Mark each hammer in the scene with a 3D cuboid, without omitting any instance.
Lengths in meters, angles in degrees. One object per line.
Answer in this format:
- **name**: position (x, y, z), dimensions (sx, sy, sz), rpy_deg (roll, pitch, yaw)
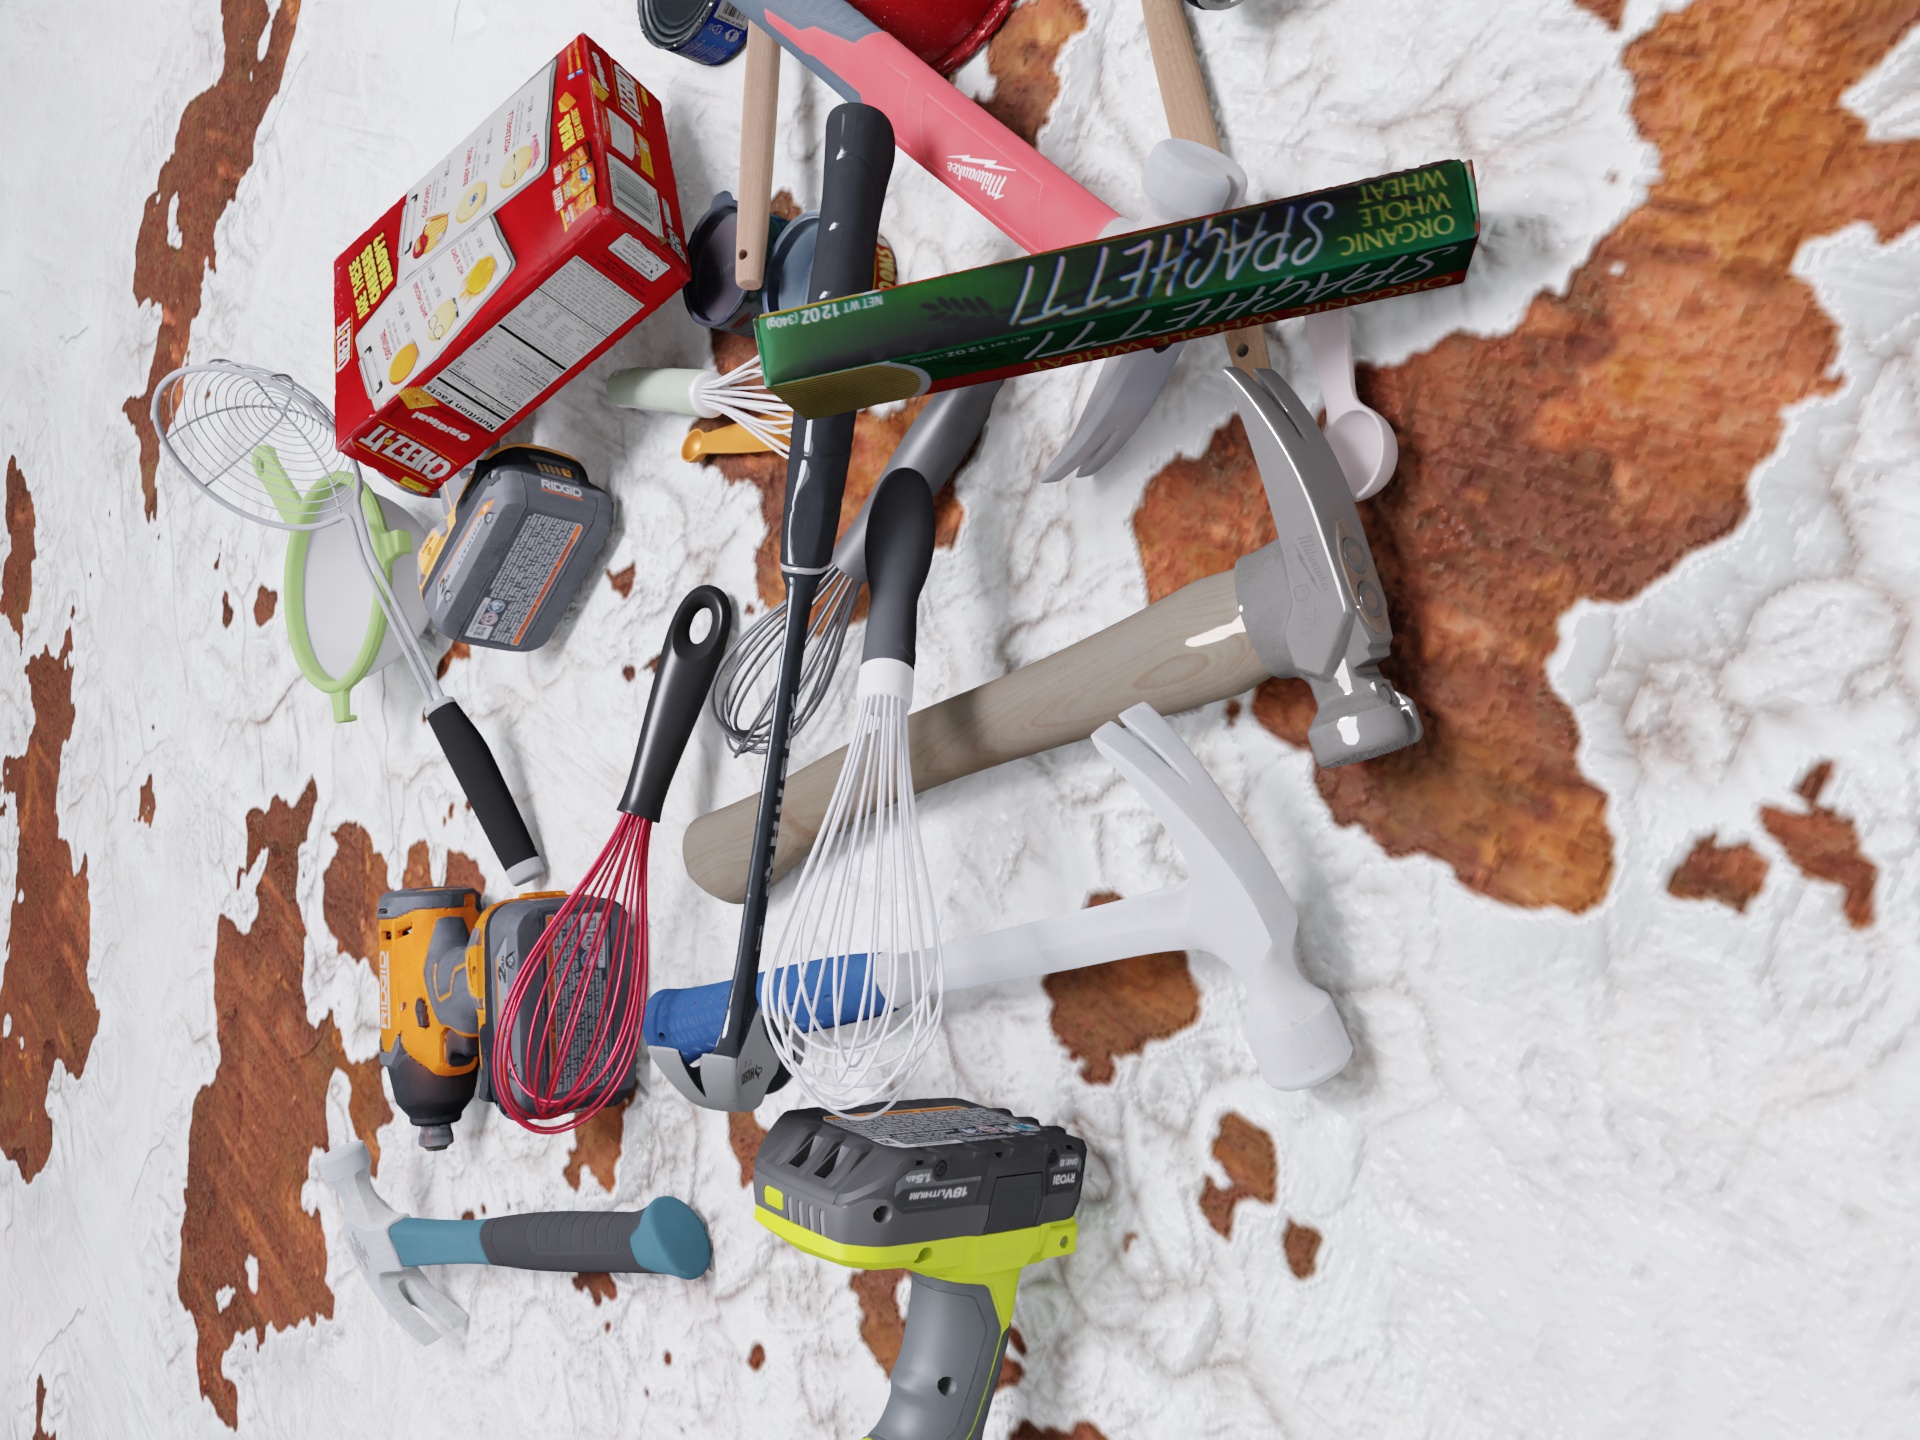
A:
- **hammer**: position (-0.001, -0.002, 0.688), dimensions (0.410, 0.038, 0.146), rpy_deg (-24, 79, 44)
- **hammer**: position (-0.067, -0.047, 0.639), dimensions (0.036, 0.149, 0.409), rpy_deg (7, 86, 5)
- **hammer**: position (-0.264, 0.302, 0.926), dimensions (0.331, 0.033, 0.128), rpy_deg (-16, 96, 39)
- **hammer**: position (-0.039, -0.268, 0.704), dimensions (0.387, 0.038, 0.143), rpy_deg (47, 133, 28)
- **hammer**: position (-0.025, 0.106, 0.695), dimensions (0.405, 0.035, 0.144), rpy_deg (-21, 95, 46)

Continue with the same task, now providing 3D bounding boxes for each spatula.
- **spatula**: position (0.084, -0.275, 0.647), dimensions (0.060, 0.018, 0.316), rpy_deg (-23, 70, 34)

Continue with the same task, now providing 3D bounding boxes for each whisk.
- **whisk**: position (-0.126, -0.169, 0.829), dimensions (0.246, 0.058, 0.059), rpy_deg (18, 120, 52)
- **whisk**: position (-0.032, 0.016, 0.627), dimensions (0.070, 0.070, 0.285), rpy_deg (-26, 49, 42)
- **whisk**: position (-0.050, -0.074, 0.752), dimensions (0.239, 0.055, 0.055), rpy_deg (-53, 53, 23)
- **whisk**: position (-0.173, 0.069, 0.828), dimensions (0.073, 0.073, 0.296), rpy_deg (8, 78, 46)

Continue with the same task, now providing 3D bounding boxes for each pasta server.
- **pasta server**: position (-0.104, -0.371, 0.812), dimensions (0.060, 0.040, 0.316), rpy_deg (-5, 76, 30)

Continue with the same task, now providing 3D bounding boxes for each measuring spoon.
- **measuring spoon**: position (0.142, -0.137, 0.583), dimensions (0.034, 0.018, 0.124), rpy_deg (-34, 56, 56)
- **measuring spoon**: position (-0.108, -0.149, 0.841), dimensions (0.117, 0.011, 0.021), rpy_deg (1, 74, 42)

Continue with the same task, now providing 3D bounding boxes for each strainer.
- **strainer**: position (-0.432, -0.123, 1.124), dimensions (0.257, 0.069, 0.151), rpy_deg (46, 120, 36)

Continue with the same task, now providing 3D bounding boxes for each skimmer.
- **skimmer**: position (-0.368, -0.054, 0.966), dimensions (0.127, 0.090, 0.363), rpy_deg (-34, 82, 40)

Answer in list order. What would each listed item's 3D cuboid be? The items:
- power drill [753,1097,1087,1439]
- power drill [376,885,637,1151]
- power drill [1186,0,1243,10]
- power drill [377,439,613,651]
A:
- **power drill**: position (-0.029, 0.268, 0.613), dimensions (0.080, 0.171, 0.223), rpy_deg (5, 87, 46)
- **power drill**: position (-0.279, 0.179, 0.940), dimensions (0.226, 0.084, 0.164), rpy_deg (-8, 83, 49)
- **power drill**: position (0.136, -0.388, 0.564), dimensions (0.228, 0.080, 0.191), rpy_deg (-25, 69, 44)
- **power drill**: position (-0.287, -0.177, 0.979), dimensions (0.185, 0.084, 0.226), rpy_deg (-53, 48, 26)
